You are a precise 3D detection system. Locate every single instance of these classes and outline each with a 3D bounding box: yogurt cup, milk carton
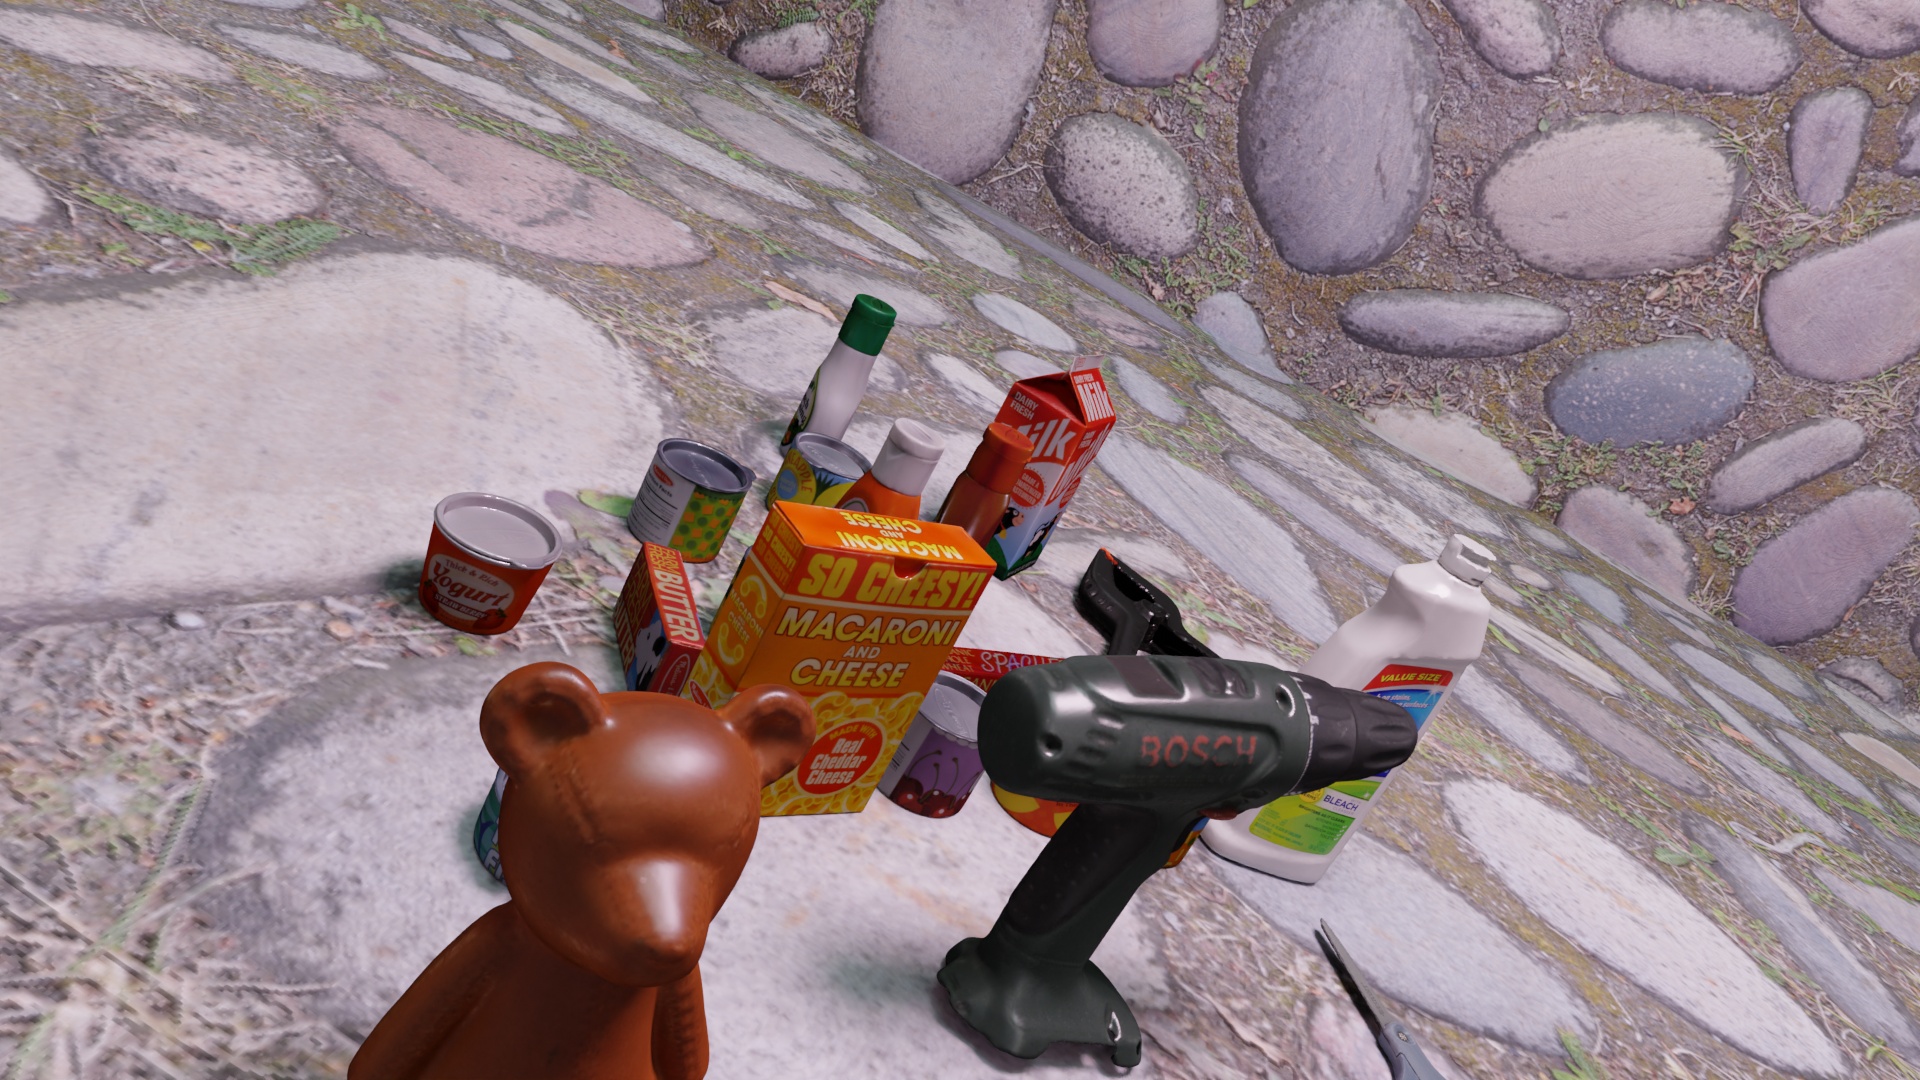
[{"bbox_3d":[-0.255,0.014,0.746,0.072,0.053,0.073,25,21,-10],"label":"yogurt cup"},{"bbox_3d":[0.062,-0.069,1.133,0.073,0.189,0.072,35,22,16],"label":"milk carton"}]

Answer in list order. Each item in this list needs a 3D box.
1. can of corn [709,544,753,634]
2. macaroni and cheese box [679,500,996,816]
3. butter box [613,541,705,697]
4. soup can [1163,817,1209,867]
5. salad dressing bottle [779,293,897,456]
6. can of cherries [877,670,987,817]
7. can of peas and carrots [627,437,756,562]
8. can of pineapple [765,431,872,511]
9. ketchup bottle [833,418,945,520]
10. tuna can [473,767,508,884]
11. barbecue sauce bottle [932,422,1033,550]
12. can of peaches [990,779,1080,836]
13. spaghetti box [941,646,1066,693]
[{"bbox_3d":[-0.113,0.044,0.845,0.071,0.058,0.071,25,21,-10],"label":"can of corn"},{"bbox_3d":[-0.069,0.065,0.701,0.124,0.165,0.040,8,29,-43],"label":"macaroni and cheese box"},{"bbox_3d":[-0.168,0.049,0.772,0.024,0.053,0.104,16,24,-29],"label":"butter box"},{"bbox_3d":[0.132,0.151,0.868,0.071,0.083,0.071,25,21,-10],"label":"soup can"},{"bbox_3d":[-0.098,-0.128,1.130,0.044,0.147,0.064,22,22,-17],"label":"salad dressing bottle"},{"bbox_3d":[-0.012,0.118,0.802,0.071,0.058,0.072,25,21,-10],"label":"can of cherries"},{"bbox_3d":[-0.178,-0.026,0.924,0.071,0.058,0.071,25,21,-10],"label":"can of peas and carrots"},{"bbox_3d":[-0.107,-0.041,1.045,0.071,0.057,0.071,25,21,-10],"label":"can of pineapple"},{"bbox_3d":[-0.057,-0.008,0.907,0.065,0.148,0.043,42,24,31],"label":"ketchup bottle"},{"bbox_3d":[-0.179,0.126,0.613,0.071,0.032,0.071,24,21,-10],"label":"tuna can"},{"bbox_3d":[0.004,-0.012,0.991,0.044,0.148,0.065,29,21,2],"label":"barbecue sauce bottle"},{"bbox_3d":[0.061,0.139,0.842,0.071,0.058,0.071,25,21,-10],"label":"can of peaches"},{"bbox_3d":[0.059,0.105,0.929,0.250,0.050,0.029,10,28,-40],"label":"spaghetti box"}]
